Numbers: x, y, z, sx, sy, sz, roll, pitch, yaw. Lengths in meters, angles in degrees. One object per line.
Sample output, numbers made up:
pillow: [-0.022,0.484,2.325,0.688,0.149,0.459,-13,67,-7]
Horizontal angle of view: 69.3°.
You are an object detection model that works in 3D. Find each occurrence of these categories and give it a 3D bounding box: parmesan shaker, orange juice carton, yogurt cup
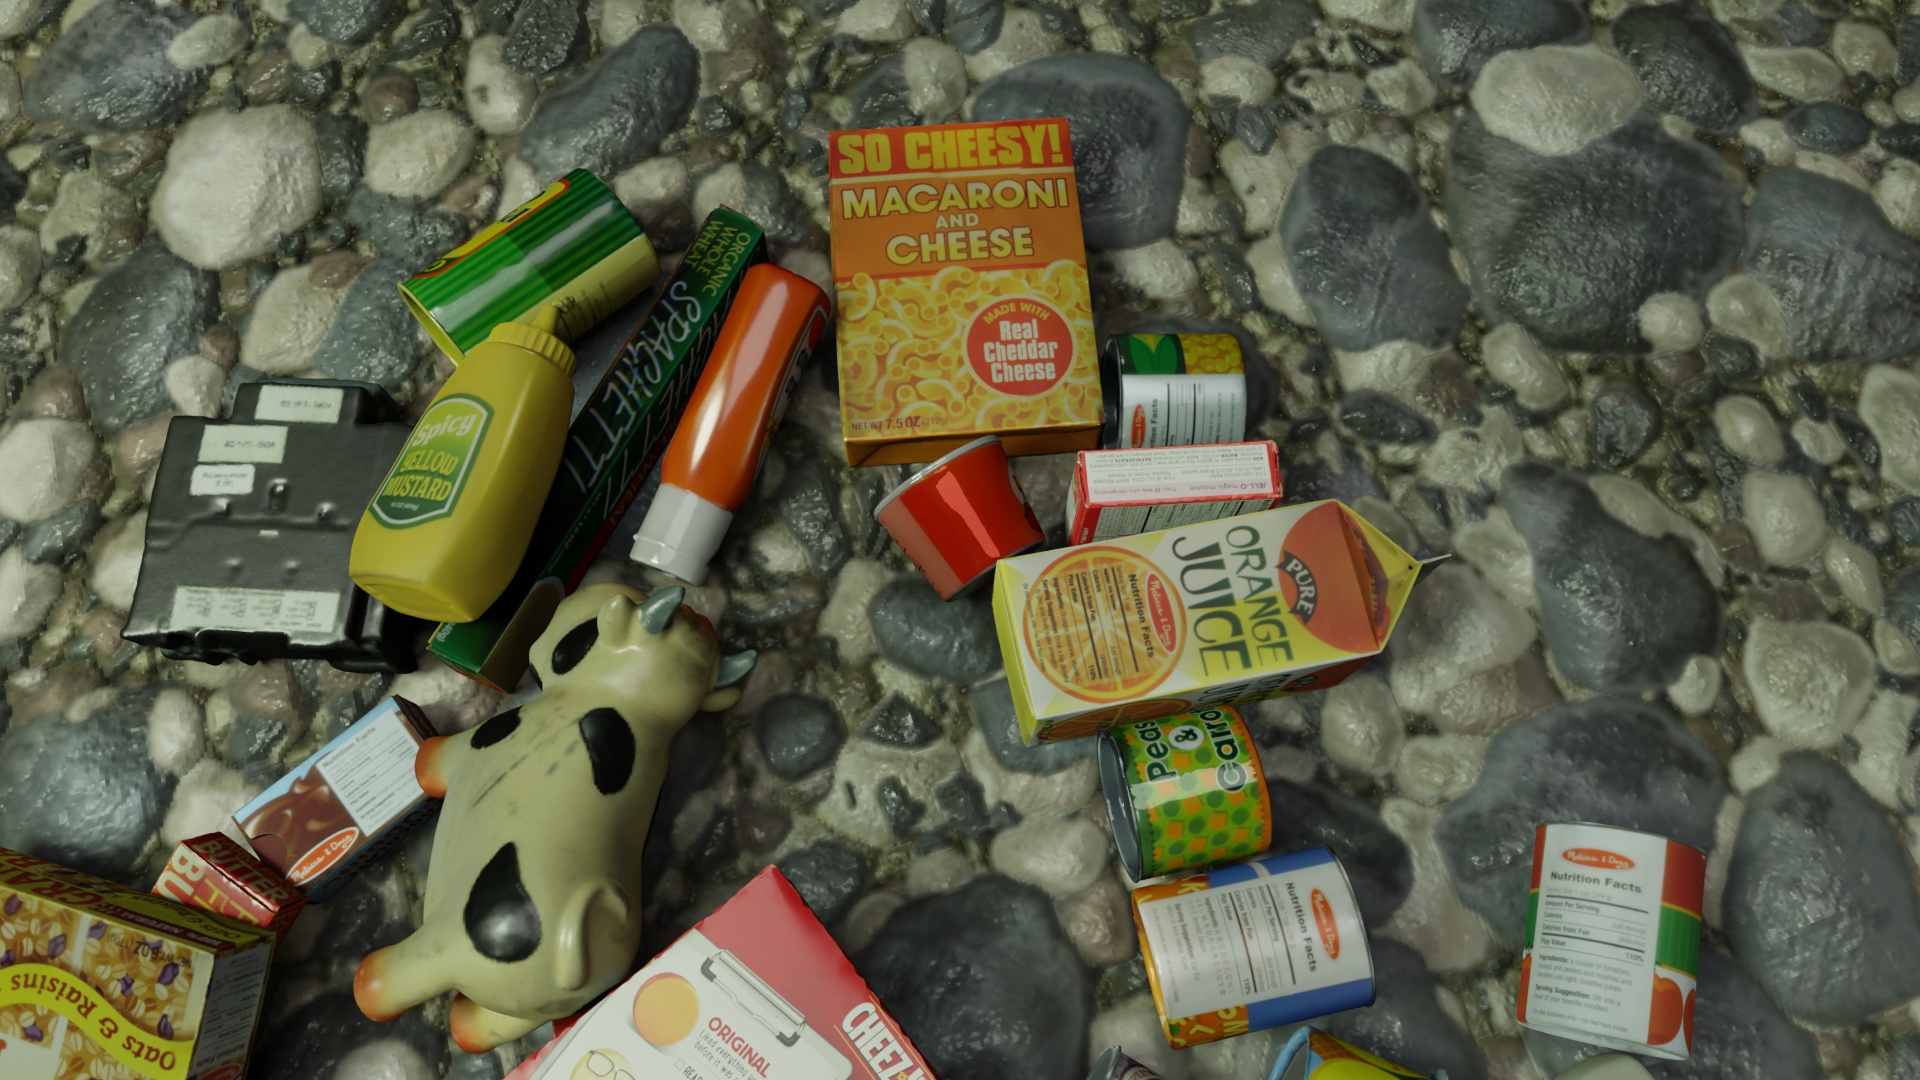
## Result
parmesan shaker: [-0.204,-0.123,0.666,0.103,0.071,0.071,-40,77,-17]
orange juice carton: [0.115,0.034,0.616,0.193,0.071,0.073,-11,72,-4]
yogurt cup: [0.002,-0.008,0.633,0.072,0.072,0.054,-31,83,-11]

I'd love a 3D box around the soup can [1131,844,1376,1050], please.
soup can: [0.119,0.168,0.574,0.084,0.071,0.071,-13,72,0]

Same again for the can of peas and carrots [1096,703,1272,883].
can of peas and carrots: [0.094,0.105,0.592,0.059,0.070,0.071,-11,72,-5]

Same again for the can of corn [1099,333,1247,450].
can of corn: [0.099,-0.066,0.654,0.058,0.071,0.071,-1,72,-2]

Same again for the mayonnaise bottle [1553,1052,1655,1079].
mayonnaise bottle: [0.224,0.270,0.556,0.148,0.041,0.065,-29,75,-9]

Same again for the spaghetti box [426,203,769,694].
spaghetti box: [-0.161,-0.046,0.649,0.029,0.050,0.251,27,73,6]

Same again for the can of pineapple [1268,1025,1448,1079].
can of pineapple: [0.154,0.234,0.553,0.058,0.070,0.071,22,73,6]

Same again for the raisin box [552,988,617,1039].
raisin box: [-0.115,0.241,0.559,0.086,0.040,0.123,-8,73,-3]

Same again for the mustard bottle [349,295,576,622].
mustard bottle: [-0.204,-0.044,0.602,0.065,0.048,0.161,4,63,26]

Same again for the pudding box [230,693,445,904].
pudding box: [-0.264,0.112,0.604,0.084,0.030,0.050,-39,78,-13]

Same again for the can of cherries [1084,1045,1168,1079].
can of cherries: [0.070,0.242,0.546,0.058,0.071,0.072,29,74,8]

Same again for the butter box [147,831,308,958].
butter box: [-0.318,0.177,0.568,0.053,0.024,0.103,33,92,10]

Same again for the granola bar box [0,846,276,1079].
granola bar box: [-0.360,0.195,0.542,0.165,0.039,0.124,12,87,13]

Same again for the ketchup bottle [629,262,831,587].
ketchup bottle: [-0.108,-0.053,0.648,0.043,0.064,0.149,24,81,-6]

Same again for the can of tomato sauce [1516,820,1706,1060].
can of tomato sauce: [0.272,0.166,0.579,0.071,0.071,0.083,13,72,3]

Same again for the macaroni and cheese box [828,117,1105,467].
macaroni and cheese box: [0.000,-0.123,0.684,0.124,0.040,0.167,-4,72,-3]
